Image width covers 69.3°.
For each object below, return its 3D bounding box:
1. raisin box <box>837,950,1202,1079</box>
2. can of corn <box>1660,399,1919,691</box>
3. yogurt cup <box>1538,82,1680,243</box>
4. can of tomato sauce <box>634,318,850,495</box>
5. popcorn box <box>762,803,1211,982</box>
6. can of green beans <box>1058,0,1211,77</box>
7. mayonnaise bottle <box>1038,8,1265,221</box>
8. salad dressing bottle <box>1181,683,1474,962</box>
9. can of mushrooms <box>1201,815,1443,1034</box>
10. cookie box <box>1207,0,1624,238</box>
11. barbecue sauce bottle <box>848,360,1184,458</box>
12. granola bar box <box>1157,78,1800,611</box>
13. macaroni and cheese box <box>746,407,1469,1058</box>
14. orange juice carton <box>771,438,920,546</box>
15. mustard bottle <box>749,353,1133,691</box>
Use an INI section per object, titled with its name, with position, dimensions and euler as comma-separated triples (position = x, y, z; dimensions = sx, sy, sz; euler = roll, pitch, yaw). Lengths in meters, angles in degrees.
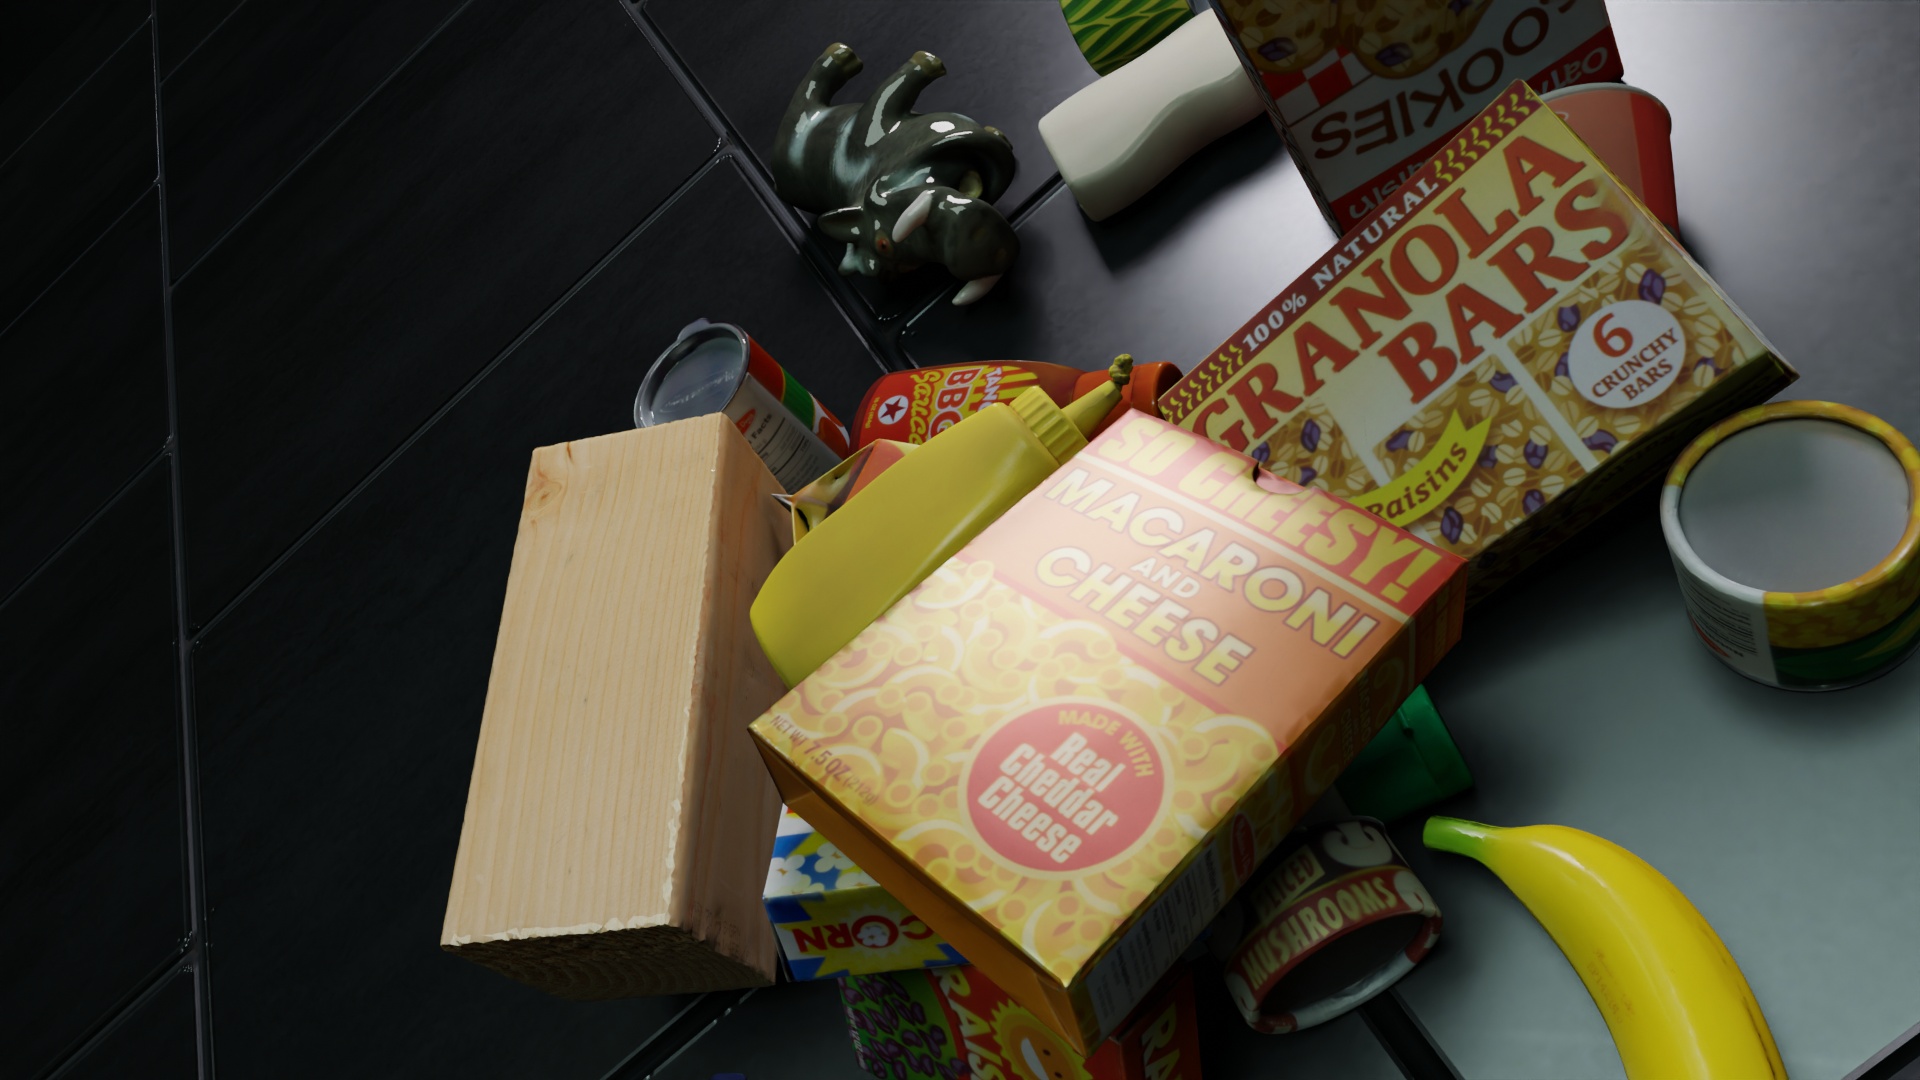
[raisin box]
position = 0.016, 0.152, 0.440
dimensions = 0.123, 0.085, 0.040
euler = 15, 33, 41
[can of corn]
position = 0.243, 0.000, 0.399
dimensions = 0.071, 0.058, 0.071
euler = -18, 53, 26
[yogurt cup]
position = 0.219, -0.119, 0.491
dimensions = 0.072, 0.072, 0.054
euler = -14, 63, 28
[can of tomato sauce]
position = -0.102, -0.055, 0.661
dimensions = 0.071, 0.083, 0.071
euler = -18, 53, 25
[popcorn box]
position = 0.009, 0.085, 0.427
dimensions = 0.127, 0.038, 0.085
euler = -8, 32, 8
[can of green beans]
position = 0.085, -0.270, 0.682
dimensions = 0.057, 0.071, 0.071
euler = -18, 53, 26
[mayonnaise bottle]
position = 0.111, -0.211, 0.644
dimensions = 0.148, 0.041, 0.065
euler = -30, 50, 14
[salad dressing bottle]
position = 0.091, 0.094, 0.455
dimensions = 0.147, 0.044, 0.064
euler = -29, 42, 15
[can of mushrooms]
position = 0.106, 0.114, 0.412
dimensions = 0.071, 0.071, 0.033
euler = -37, 49, 10
[cookie box]
position = 0.163, -0.204, 0.514
dimensions = 0.123, 0.167, 0.040
euler = -31, 45, 15
[barbecue sauce bottle]
position = 0.024, -0.050, 0.596
dimensions = 0.148, 0.043, 0.065
euler = -4, 56, 33
[granola bar box]
position = 0.158, -0.049, 0.461
dimensions = 0.165, 0.039, 0.124
euler = -42, 54, 28
[macaroni and cheese box]
position = 0.044, 0.040, 0.394
dimensions = 0.167, 0.040, 0.124
euler = -40, 49, -24
[orange juice carton]
position = 0.010, 0.014, 0.545
dimensions = 0.193, 0.071, 0.073
euler = 13, 69, 39
[mustard bottle]
position = 0.002, -0.006, 0.479
dimensions = 0.160, 0.048, 0.065
euler = -41, 47, 4
